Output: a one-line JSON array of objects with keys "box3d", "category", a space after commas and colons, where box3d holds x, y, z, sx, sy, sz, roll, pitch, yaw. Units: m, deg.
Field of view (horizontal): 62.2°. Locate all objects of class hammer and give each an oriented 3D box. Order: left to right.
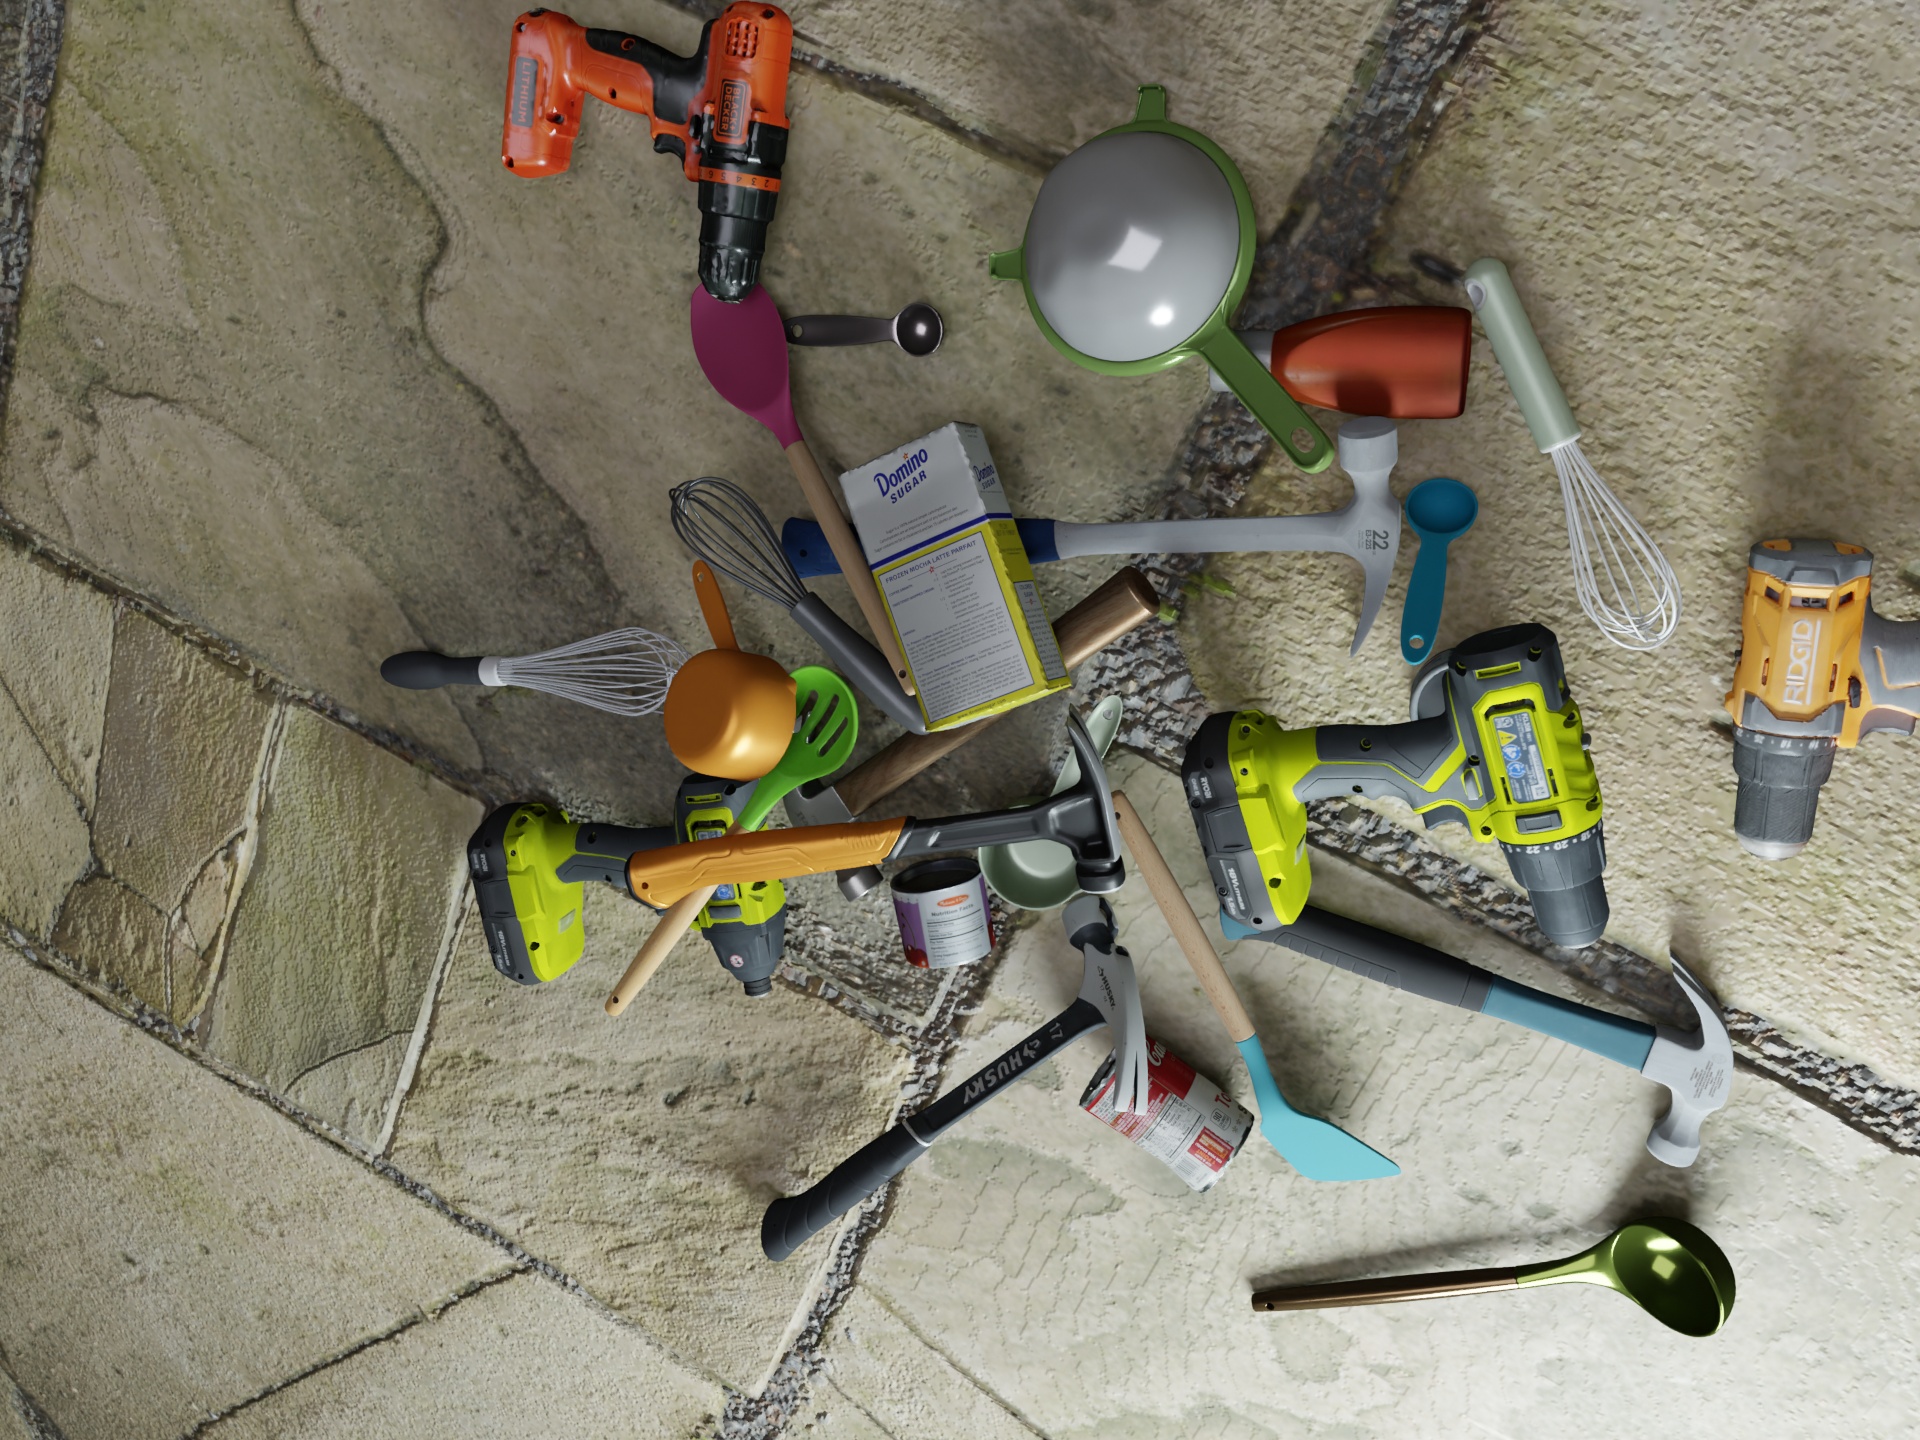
[{"box3d": [-0.066, 0.075, 1.054, 0.337, 0.034, 0.127, -9, 114, 12], "category": "hammer"}, {"box3d": [-0.017, 0.294, 1.149, 0.409, 0.036, 0.149, -42, 46, 30], "category": "hammer"}, {"box3d": [-0.002, -0.003, 1.065, 0.331, 0.031, 0.130, -36, 88, 32], "category": "hammer"}, {"box3d": [0.074, -0.110, 1.020, 0.405, 0.035, 0.144, 1, 118, 22], "category": "hammer"}, {"box3d": [0.324, 0.172, 1.023, 0.331, 0.033, 0.128, 18, 111, 14], "category": "hammer"}]

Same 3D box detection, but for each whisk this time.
[{"box3d": [-0.319, -0.038, 1.180, 0.285, 0.070, 0.070, 2, 106, 23], "category": "whisk"}, {"box3d": [-0.104, -0.076, 1.055, 0.239, 0.055, 0.055, 44, 114, 4], "category": "whisk"}, {"box3d": [0.351, -0.154, 0.917, 0.059, 0.058, 0.246, -26, 93, -11], "category": "whisk"}]

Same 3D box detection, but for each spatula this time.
[{"box3d": [0.182, 0.183, 1.061, 0.082, 0.044, 0.317, -25, 95, 49], "category": "spatula"}]

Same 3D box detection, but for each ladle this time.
[{"box3d": [0.346, 0.383, 1.066, 0.320, 0.062, 0.078, -16, 97, 25], "category": "ladle"}]

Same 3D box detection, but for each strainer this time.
[{"box3d": [0.122, -0.242, 0.920, 0.151, 0.069, 0.256, -44, 72, 23], "category": "strainer"}]

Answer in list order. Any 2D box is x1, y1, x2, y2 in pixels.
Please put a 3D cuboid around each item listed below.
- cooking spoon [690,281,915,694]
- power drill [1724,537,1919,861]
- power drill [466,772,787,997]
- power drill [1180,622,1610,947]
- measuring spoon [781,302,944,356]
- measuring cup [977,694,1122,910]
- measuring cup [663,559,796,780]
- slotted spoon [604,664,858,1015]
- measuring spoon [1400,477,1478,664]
[{"box3d": [-0.099, -0.159, 1.051, 0.069, 0.017, 0.319, -30, 80, 23], "category": "cooking spoon"}, {"box3d": [0.544, -0.001, 0.873, 0.226, 0.084, 0.185, 7, 108, 22], "category": "power drill"}, {"box3d": [-0.242, 0.129, 1.188, 0.223, 0.080, 0.171, -6, 103, 17], "category": "power drill"}, {"box3d": [0.265, 0.057, 0.956, 0.228, 0.080, 0.190, -12, 104, 28], "category": "power drill"}, {"box3d": [-0.065, -0.258, 1.049, 0.124, 0.018, 0.034, 6, 108, 25], "category": "measuring spoon"}, {"box3d": [0.072, 0.051, 1.076, 0.083, 0.038, 0.167, 30, 111, 9], "category": "measuring cup"}, {"box3d": [-0.173, -0.041, 1.087, 0.095, 0.052, 0.174, -35, 64, 30], "category": "measuring cup"}, {"box3d": [-0.165, 0.090, 1.112, 0.070, 0.031, 0.313, 41, 107, 15], "category": "slotted spoon"}, {"box3d": [0.276, -0.085, 0.936, 0.042, 0.021, 0.129, 10, 66, 17], "category": "measuring spoon"}]
